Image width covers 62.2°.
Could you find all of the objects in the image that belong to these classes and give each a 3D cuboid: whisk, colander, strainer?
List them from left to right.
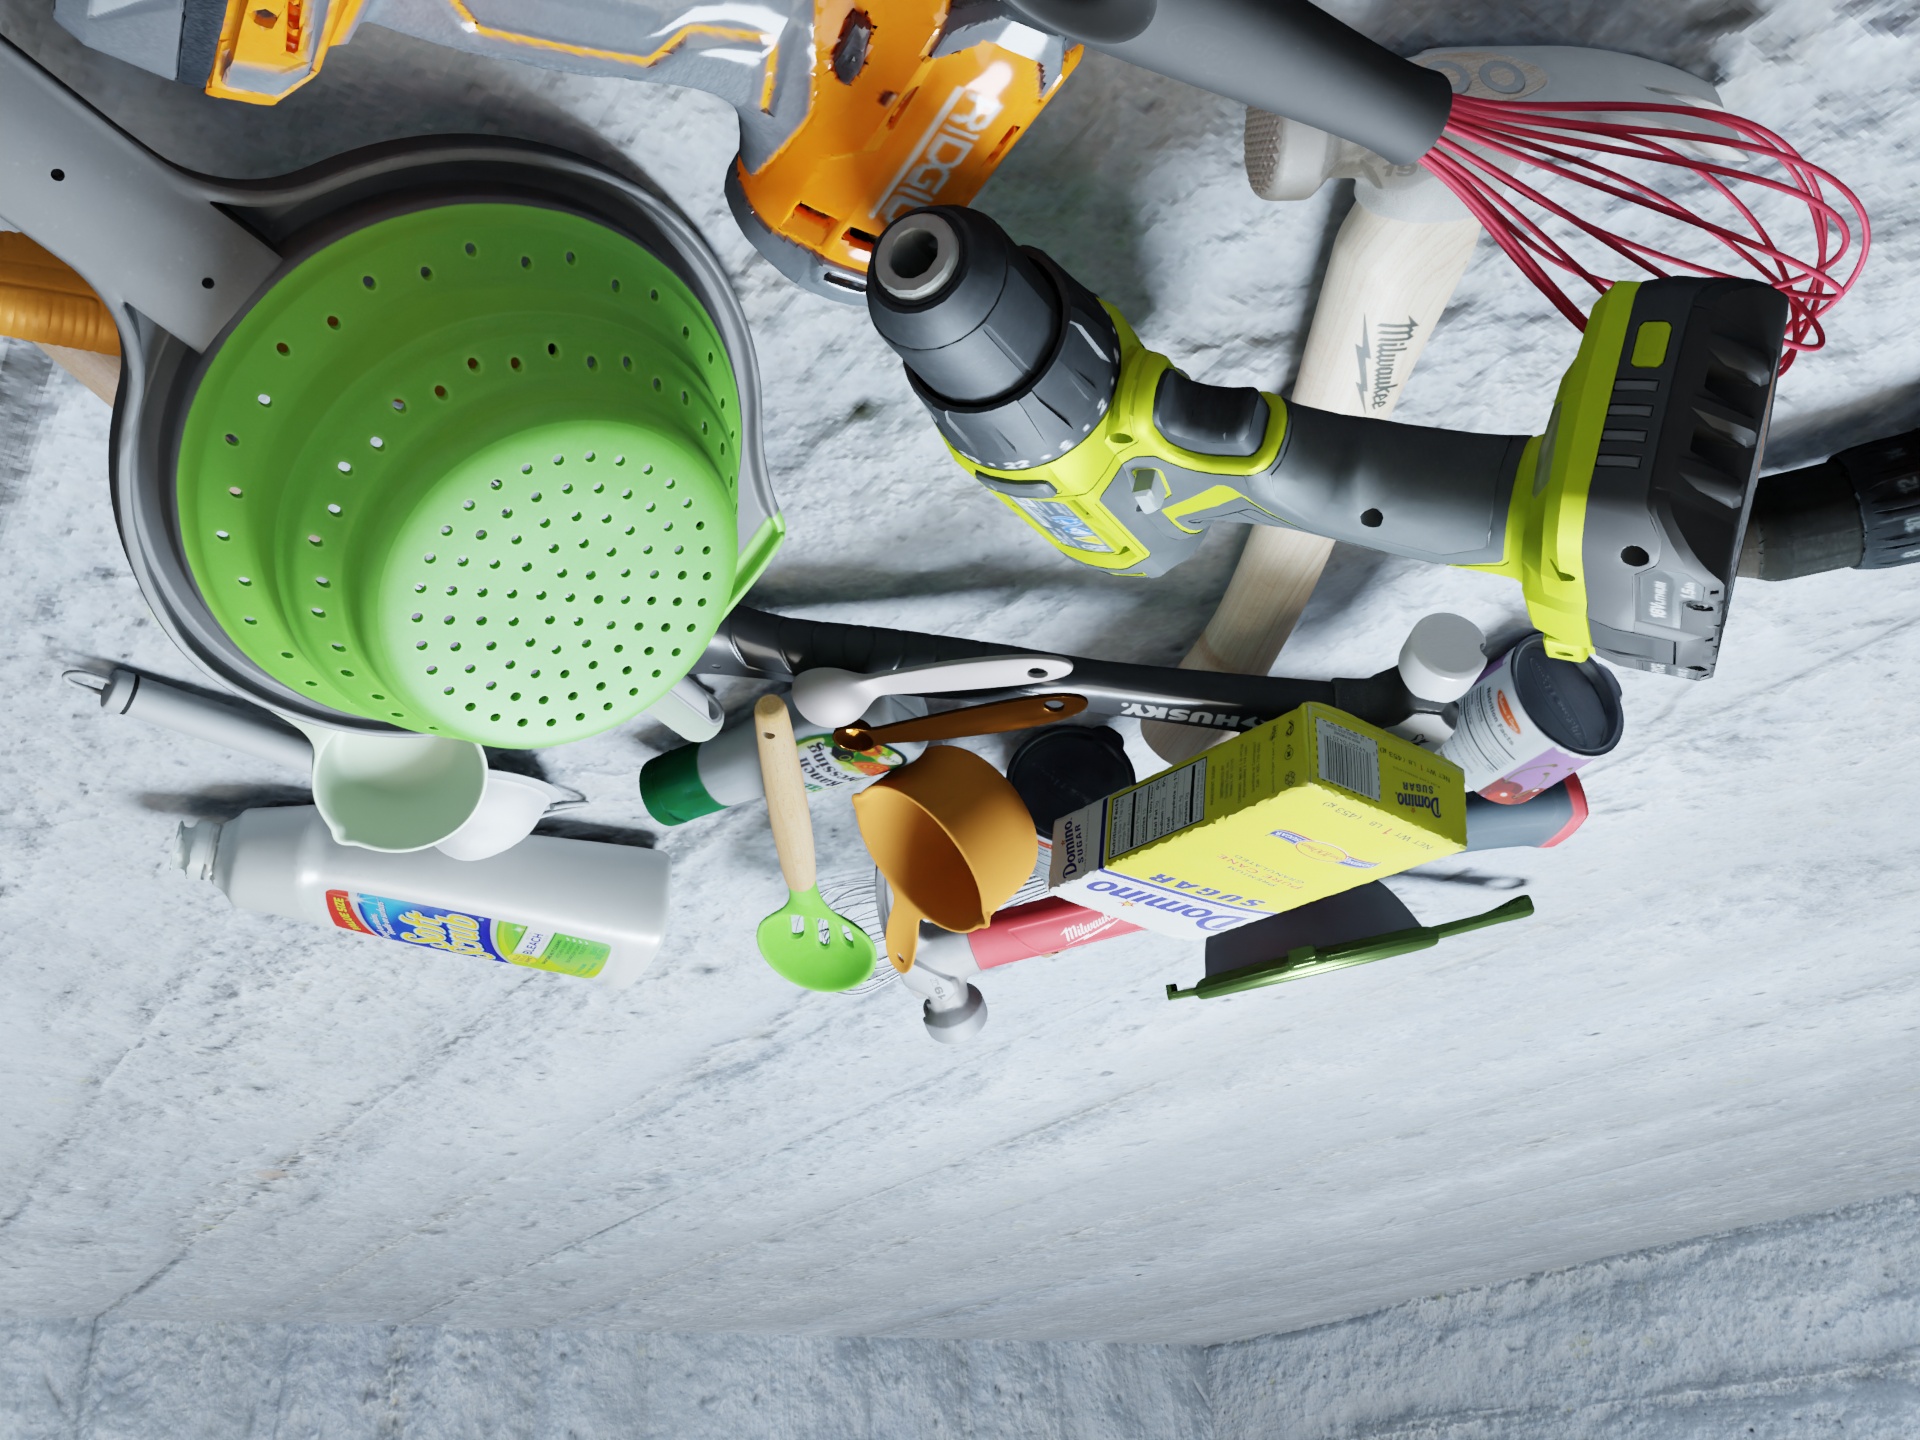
[{"bbox_3d":[-0.176,-0.094,0.415,0.204,0.095,0.396,-47,138,3],"label":"colander"},{"bbox_3d":[-0.297,0.024,0.768,0.258,0.050,0.087,24,148,-36],"label":"strainer"},{"bbox_3d":[-0.160,-0.042,0.658,0.059,0.058,0.246,-19,154,12],"label":"whisk"},{"bbox_3d":[0.029,0.100,0.942,0.284,0.070,0.070,-18,149,14],"label":"whisk"},{"bbox_3d":[0.258,0.116,1.002,0.256,0.069,0.151,-8,167,-27],"label":"strainer"},{"bbox_3d":[0.130,-0.146,0.406,0.295,0.073,0.073,11,148,-28],"label":"whisk"}]

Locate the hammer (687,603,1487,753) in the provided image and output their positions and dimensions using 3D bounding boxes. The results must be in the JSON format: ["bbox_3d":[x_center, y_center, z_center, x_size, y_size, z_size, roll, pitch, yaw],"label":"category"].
[{"bbox_3d":[0.041,-0.015,0.695,0.334,0.035,0.146,7,152,-1],"label":"hammer"}]

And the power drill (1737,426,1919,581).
[{"bbox_3d":[0.371,-0.123,0.558,0.188,0.080,0.226,-12,154,14],"label":"power drill"}]

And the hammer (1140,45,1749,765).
[{"bbox_3d":[0.145,-0.086,0.632,0.146,0.038,0.410,-3,152,-6],"label":"hammer"}]

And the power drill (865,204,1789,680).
[{"bbox_3d":[0.097,-0.081,0.446,0.228,0.080,0.190,13,173,26],"label":"power drill"}]

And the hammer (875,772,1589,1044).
[{"bbox_3d":[0.146,0.076,0.878,0.386,0.038,0.143,-15,122,7],"label":"hammer"}]

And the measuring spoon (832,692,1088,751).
[{"bbox_3d":[-0.001,-0.002,0.683,0.117,0.011,0.021,-9,145,20],"label":"measuring spoon"}]

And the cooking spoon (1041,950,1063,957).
[{"bbox_3d":[0.152,0.088,0.970,0.068,0.017,0.319,21,142,-33],"label":"cooking spoon"}]

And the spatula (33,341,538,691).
[{"bbox_3d":[-0.256,-0.075,0.599,0.060,0.018,0.315,-43,146,-5],"label":"spatula"}]

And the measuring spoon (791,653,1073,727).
[{"bbox_3d":[-0.013,-0.011,0.656,0.124,0.018,0.034,-6,149,21],"label":"measuring spoon"}]

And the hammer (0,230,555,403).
[{"bbox_3d":[-0.276,-0.130,0.448,0.336,0.127,0.034,4,150,-36],"label":"hammer"}]

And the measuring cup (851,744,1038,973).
[{"bbox_3d":[-0.009,0.078,0.822,0.052,0.095,0.173,-38,159,-28],"label":"measuring cup"}]

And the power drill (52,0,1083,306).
[{"bbox_3d":[-0.070,-0.190,0.365,0.226,0.084,0.164,9,149,-32],"label":"power drill"}]

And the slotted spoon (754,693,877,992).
[{"bbox_3d":[-0.080,0.070,0.803,0.070,0.031,0.313,8,151,4],"label":"slotted spoon"}]

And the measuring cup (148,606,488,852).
[{"bbox_3d":[-0.287,-0.007,0.711,0.083,0.038,0.167,-45,121,2],"label":"measuring cup"}]
